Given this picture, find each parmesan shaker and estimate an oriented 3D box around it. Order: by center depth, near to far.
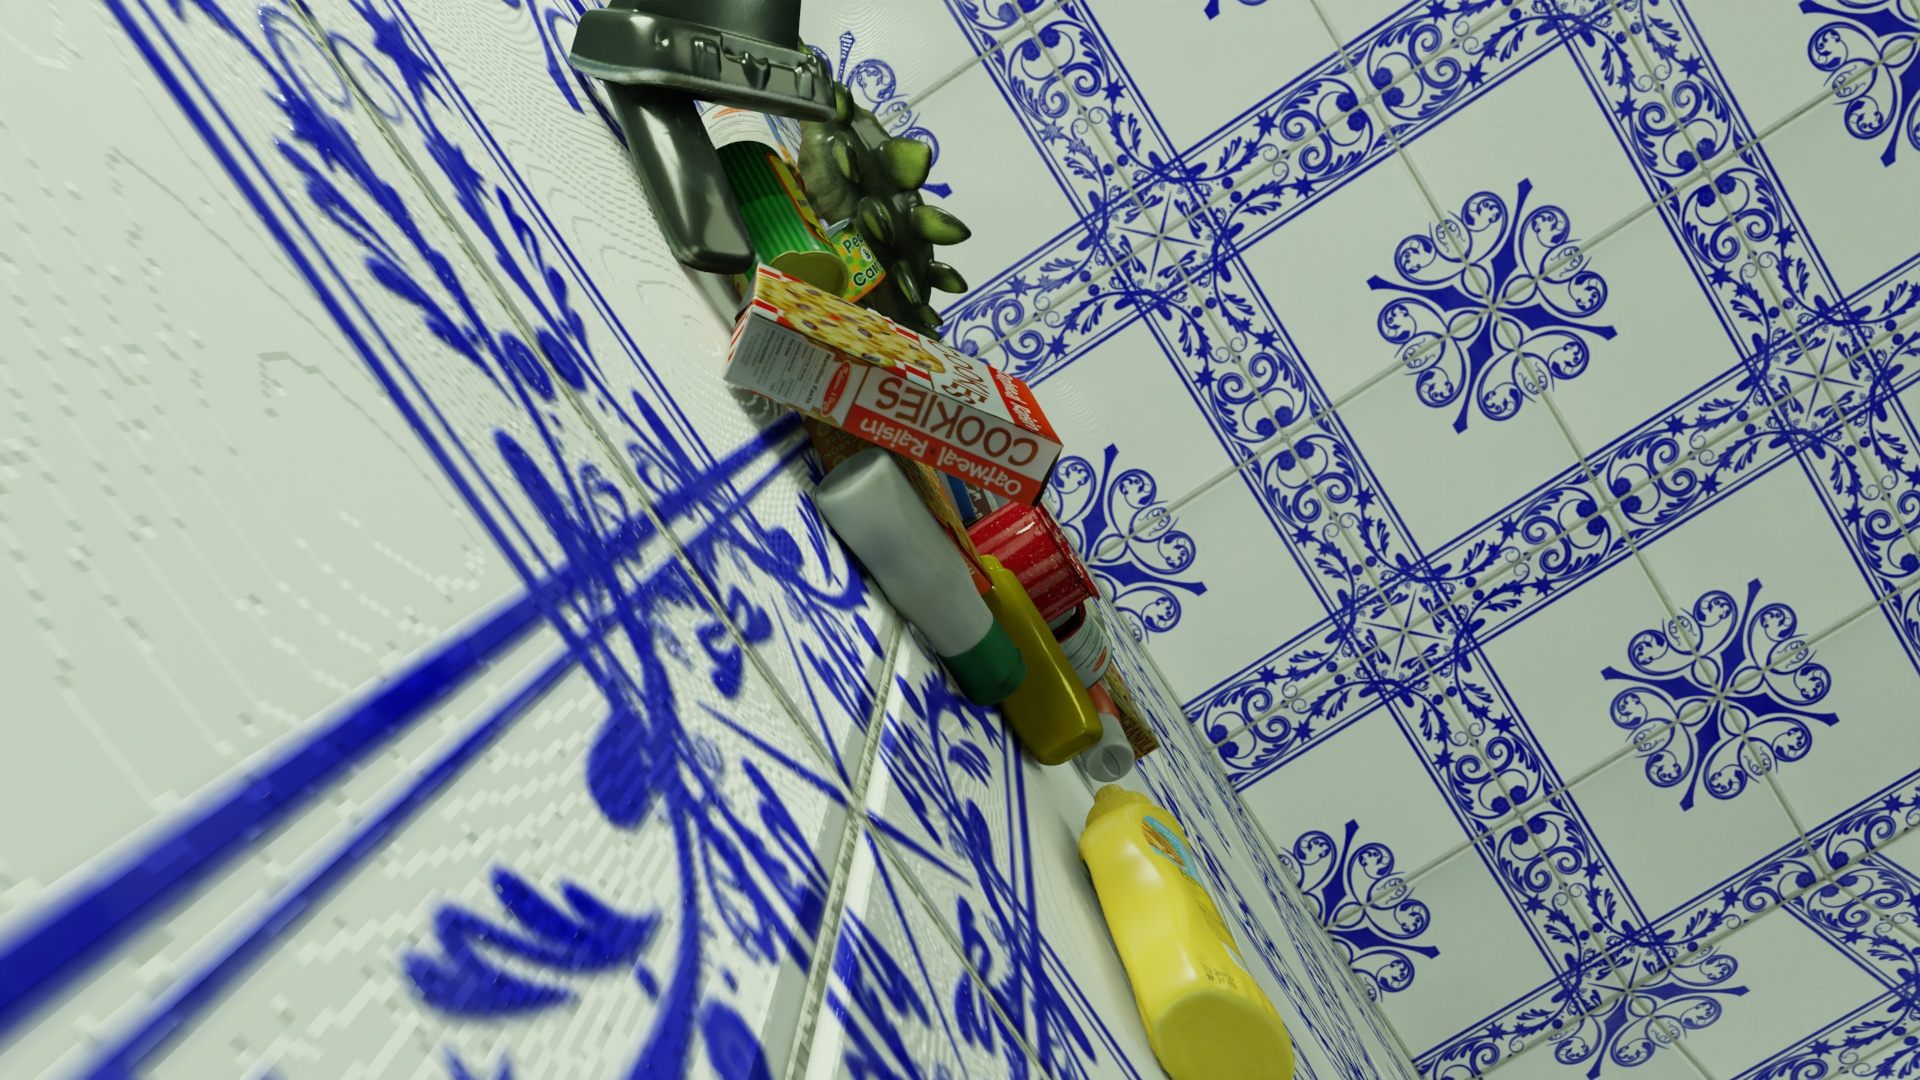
[{"bbox_3d":[-0.119,-0.188,0.847,0.103,0.071,0.071,60,7,26],"label":"parmesan shaker"}]

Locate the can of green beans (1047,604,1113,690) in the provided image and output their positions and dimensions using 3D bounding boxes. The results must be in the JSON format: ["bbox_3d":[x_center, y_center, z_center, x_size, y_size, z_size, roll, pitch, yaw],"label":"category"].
[{"bbox_3d":[0.070,0.073,1.018,0.057,0.071,0.071,52,8,-37],"label":"can of green beans"}]

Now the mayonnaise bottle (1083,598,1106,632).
[{"bbox_3d":[0.067,0.044,1.184,0.041,0.065,0.149,56,2,-41],"label":"mayonnaise bottle"}]

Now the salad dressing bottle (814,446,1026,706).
[{"bbox_3d":[-0.017,0.022,0.711,0.147,0.044,0.064,56,10,-24],"label":"salad dressing bottle"}]

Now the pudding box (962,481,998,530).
[{"bbox_3d":[0.004,-0.013,1.009,0.030,0.049,0.084,57,6,-25],"label":"pudding box"}]

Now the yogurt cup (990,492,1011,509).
[{"bbox_3d":[0.023,-0.039,1.233,0.072,0.072,0.054,56,14,-10],"label":"yogurt cup"}]

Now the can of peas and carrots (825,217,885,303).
[{"bbox_3d":[-0.104,-0.235,1.191,0.058,0.071,0.071,56,6,-19],"label":"can of peas and carrots"}]

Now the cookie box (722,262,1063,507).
[{"bbox_3d":[-0.037,-0.082,0.724,0.167,0.040,0.123,22,17,-14],"label":"cookie box"}]

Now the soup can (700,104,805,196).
[{"bbox_3d":[-0.150,-0.258,0.978,0.071,0.071,0.084,51,9,-47],"label":"soup can"}]

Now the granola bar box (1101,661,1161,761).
[{"bbox_3d":[0.116,0.123,1.255,0.124,0.039,0.165,62,8,33],"label":"granola bar box"}]

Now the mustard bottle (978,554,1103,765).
[{"bbox_3d":[0.029,0.060,0.847,0.161,0.049,0.065,59,7,24],"label":"mustard bottle"}]

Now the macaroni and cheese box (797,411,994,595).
[{"bbox_3d":[-0.049,-0.049,0.825,0.123,0.040,0.167,48,11,-53],"label":"macaroni and cheese box"}]

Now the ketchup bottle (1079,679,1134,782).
[{"bbox_3d":[0.092,0.123,1.047,0.064,0.043,0.149,59,5,-31],"label":"ketchup bottle"}]

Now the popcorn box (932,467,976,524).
[{"bbox_3d":[-0.032,-0.077,0.976,0.085,0.038,0.126,-113,-177,-66],"label":"popcorn box"}]
